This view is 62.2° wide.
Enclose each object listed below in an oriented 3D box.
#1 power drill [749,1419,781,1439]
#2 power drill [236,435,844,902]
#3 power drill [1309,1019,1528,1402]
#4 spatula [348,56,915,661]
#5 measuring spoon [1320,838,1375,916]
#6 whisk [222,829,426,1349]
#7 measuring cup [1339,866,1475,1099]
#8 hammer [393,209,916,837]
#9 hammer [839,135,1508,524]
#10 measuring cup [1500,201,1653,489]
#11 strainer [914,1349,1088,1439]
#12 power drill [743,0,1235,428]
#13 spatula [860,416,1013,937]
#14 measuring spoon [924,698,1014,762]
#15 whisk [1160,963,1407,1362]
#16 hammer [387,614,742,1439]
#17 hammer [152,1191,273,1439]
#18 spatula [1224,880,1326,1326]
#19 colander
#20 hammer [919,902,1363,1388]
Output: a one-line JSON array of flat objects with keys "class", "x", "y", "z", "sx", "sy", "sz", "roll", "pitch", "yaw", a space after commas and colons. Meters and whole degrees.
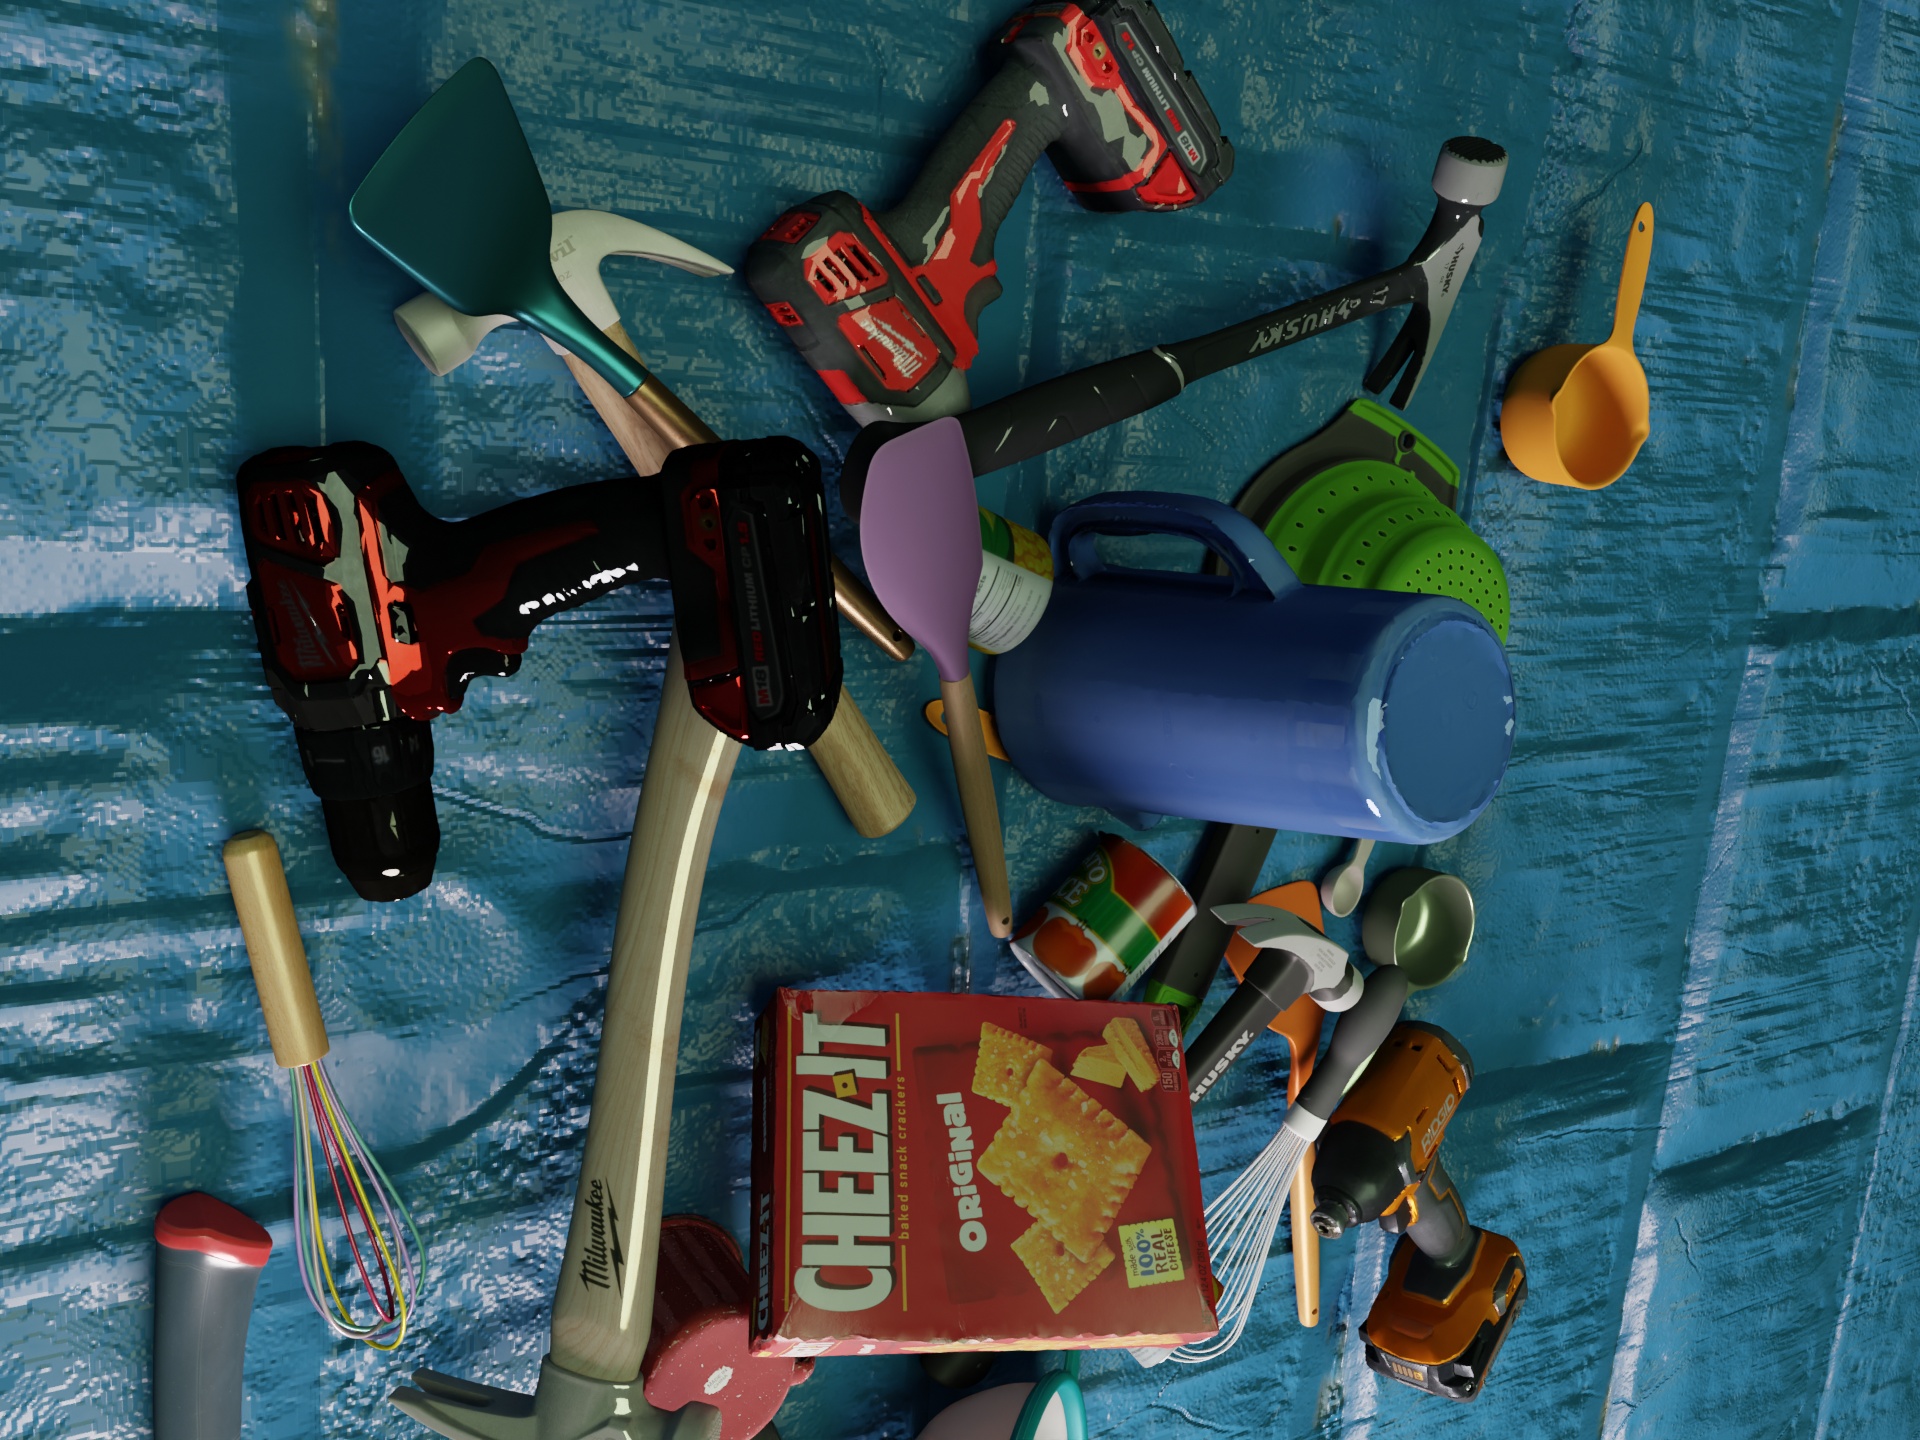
[{"class": "power drill", "x": -0.160, "y": 0.476, "z": 0.815, "sx": 0.228, "sy": 0.080, "sz": 0.190, "roll": -28, "pitch": 117, "yaw": -26}, {"class": "power drill", "x": -0.164, "y": -0.022, "z": 0.635, "sx": 0.226, "sy": 0.080, "sz": 0.187, "roll": -4, "pitch": 107, "yaw": 3}, {"class": "power drill", "x": 0.292, "y": 0.332, "z": 1.035, "sx": 0.164, "sy": 0.084, "sz": 0.226, "roll": -41, "pitch": 120, "yaw": -38}, {"class": "spatula", "x": -0.114, "y": -0.122, "z": 0.666, "sx": 0.317, "sy": 0.044, "sz": 0.082, "roll": 44, "pitch": 69, "yaw": -34}, {"class": "measuring spoon", "x": 0.254, "y": 0.064, "z": 1.003, "sx": 0.034, "sy": 0.018, "sz": 0.124, "roll": 32, "pitch": 78, "yaw": -46}, {"class": "whisk", "x": -0.273, "y": 0.164, "z": 0.683, "sx": 0.051, "sy": 0.047, "sz": 0.245, "roll": -15, "pitch": 107, "yaw": -27}, {"class": "measuring cup", "x": 0.268, "y": 0.169, "z": 1.020, "sx": 0.083, "sy": 0.038, "sz": 0.167, "roll": 39, "pitch": 80, "yaw": -33}, {"class": "hammer", "x": -0.106, "y": -0.078, "z": 0.729, "sx": 0.130, "sy": 0.031, "sz": 0.331, "roll": -40, "pitch": 120, "yaw": -17}, {"class": "hammer", "x": 0.115, "y": -0.175, "z": 0.789, "sx": 0.409, "sy": 0.036, "sz": 0.149, "roll": -25, "pitch": 142, "yaw": -28}, {"class": "measuring cup", "x": 0.386, "y": -0.231, "z": 0.984, "sx": 0.095, "sy": 0.052, "sz": 0.173, "roll": 7, "pitch": 97, "yaw": -33}, {"class": "strainer", "x": -0.019, "y": 0.467, "z": 0.818, "sx": 0.340, "sy": 0.095, "sz": 0.211, "roll": -10, "pitch": 103, "yaw": -70}, {"class": "power drill", "x": 0.017, "y": -0.226, "z": 0.743, "sx": 0.220, "sy": 0.079, "sz": 0.143, "roll": -46, "pitch": 121, "yaw": -10}, {"class": "spatula", "x": -0.001, "y": -0.002, "z": 0.768, "sx": 0.060, "sy": 0.018, "sz": 0.315, "roll": -28, "pitch": 133, "yaw": -19}, {"class": "measuring spoon", "x": 0.027, "y": 0.012, "z": 0.850, "sx": 0.116, "sy": 0.011, "sz": 0.021, "roll": 23, "pitch": 84, "yaw": -31}, {"class": "whisk", "x": 0.192, "y": 0.270, "z": 0.967, "sx": 0.070, "sy": 0.070, "sz": 0.284, "roll": 26, "pitch": 97, "yaw": -34}, {"class": "hammer", "x": -0.149, "y": 0.128, "z": 0.704, "sx": 0.146, "sy": 0.038, "sz": 0.410, "roll": 10, "pitch": 92, "yaw": 7}, {"class": "hammer", "x": -0.350, "y": 0.393, "z": 0.697, "sx": 0.143, "sy": 0.038, "sz": 0.386, "roll": -2, "pitch": 104, "yaw": -30}, {"class": "spatula", "x": 0.213, "y": 0.259, "z": 1.022, "sx": 0.081, "sy": 0.041, "sz": 0.322, "roll": -19, "pitch": 116, "yaw": -25}, {"class": "colander", "x": 0.211, "y": 0.015, "z": 0.908, "sx": 0.204, "sy": 0.095, "sz": 0.397, "roll": 25, "pitch": 88, "yaw": -33}, {"class": "hammer", "x": 0.094, "y": 0.243, "z": 0.902, "sx": 0.335, "sy": 0.035, "sz": 0.146, "roll": -49, "pitch": 138, "yaw": 0}]
